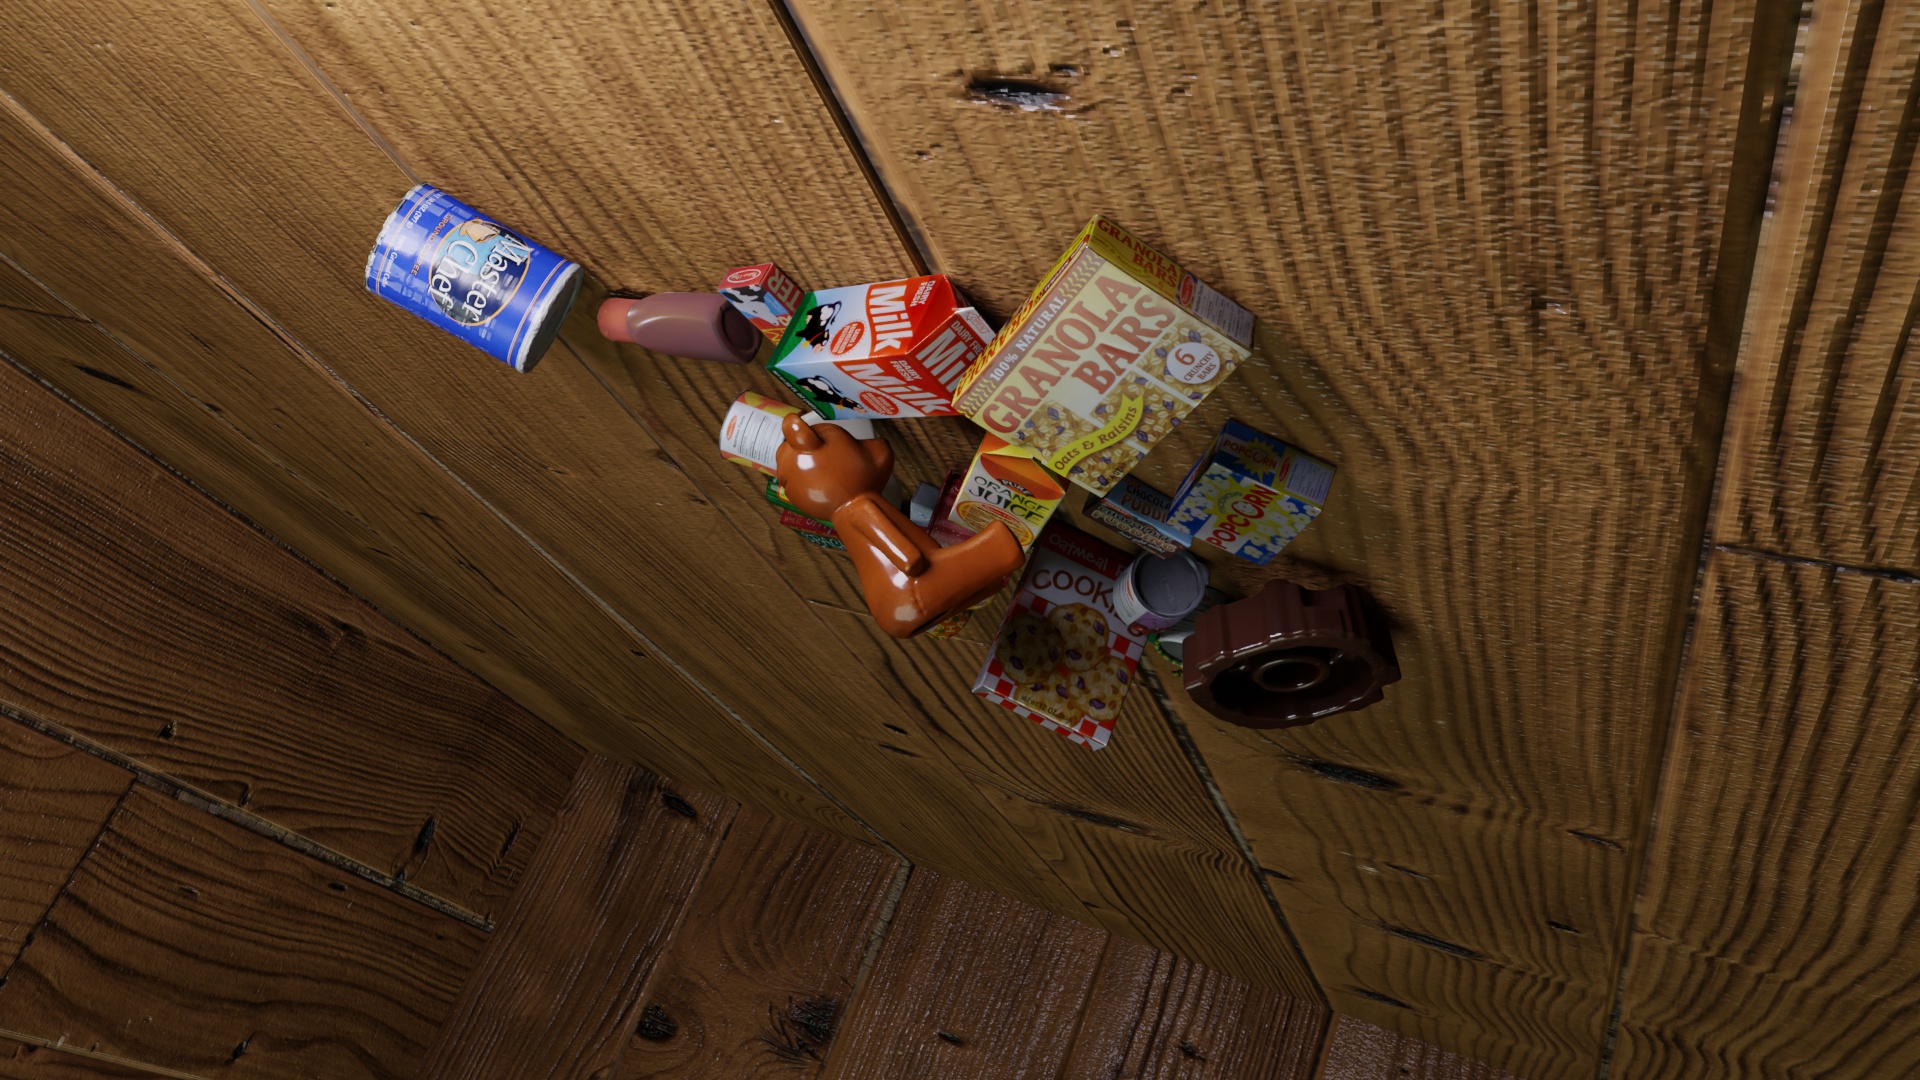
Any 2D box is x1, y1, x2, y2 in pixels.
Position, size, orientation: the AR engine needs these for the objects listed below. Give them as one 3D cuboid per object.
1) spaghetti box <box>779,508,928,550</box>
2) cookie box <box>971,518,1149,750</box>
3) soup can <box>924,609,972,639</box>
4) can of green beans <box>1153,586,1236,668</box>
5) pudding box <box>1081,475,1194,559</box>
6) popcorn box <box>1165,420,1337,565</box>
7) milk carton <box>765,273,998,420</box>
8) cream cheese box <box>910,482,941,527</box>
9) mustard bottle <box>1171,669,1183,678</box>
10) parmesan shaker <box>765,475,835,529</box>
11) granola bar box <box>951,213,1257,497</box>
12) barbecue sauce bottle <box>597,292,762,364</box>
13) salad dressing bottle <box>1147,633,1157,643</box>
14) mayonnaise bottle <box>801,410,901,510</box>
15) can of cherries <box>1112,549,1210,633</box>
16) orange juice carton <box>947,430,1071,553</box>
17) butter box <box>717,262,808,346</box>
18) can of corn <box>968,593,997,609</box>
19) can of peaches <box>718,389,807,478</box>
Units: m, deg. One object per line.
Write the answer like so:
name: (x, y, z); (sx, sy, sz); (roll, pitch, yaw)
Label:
spaghetti box: (-0.086, -0.004, 1.372); (0.250, 0.029, 0.050); (12, 162, 45)
cookie box: (0.100, 0.082, 1.229); (0.123, 0.168, 0.040); (26, 161, -5)
soup can: (-0.037, 0.059, 1.447); (0.071, 0.071, 0.083); (2, 150, 43)
can of green beans: (0.214, 0.080, 1.253); (0.071, 0.058, 0.071); (21, 158, 9)
pudding box: (0.147, -0.020, 1.128); (0.084, 0.030, 0.049); (28, 157, -11)
popcorn box: (0.211, -0.032, 1.024); (0.085, 0.038, 0.126); (24, 158, 1)
milk carton: (-0.043, -0.137, 0.997); (0.190, 0.074, 0.072); (3, 150, 42)
cream cheese box: (0.005, -0.016, 1.296); (0.104, 0.024, 0.053); (22, 160, 6)
mustard bottle: (0.260, 0.131, 1.324); (0.048, 0.065, 0.160); (42, 159, -25)
parmesan shaker: (-0.123, -0.044, 1.298); (0.103, 0.071, 0.071); (22, 158, 6)
granola bar box: (0.088, -0.112, 0.889); (0.124, 0.039, 0.164); (30, 136, -13)
barbecue sauce bottle: (-0.237, -0.178, 1.147); (0.148, 0.044, 0.064); (10, 154, 33)
salad dressing bottle: (0.137, 0.062, 1.294); (0.148, 0.064, 0.044); (20, 172, -10)
mayonnaise bottle: (-0.085, -0.047, 1.180); (0.041, 0.065, 0.148); (-6, 112, 62)
can of cherries: (0.173, 0.043, 1.201); (0.071, 0.072, 0.058); (25, 158, -2)
orange juice carton: (0.050, -0.062, 1.078); (0.073, 0.072, 0.192); (25, 159, -1)
butter box: (-0.134, -0.173, 1.078); (0.053, 0.024, 0.103); (3, 150, 44)
can of corn: (0.000, 0.036, 1.368); (0.071, 0.071, 0.058); (37, 155, -29)
can of peaches: (-0.175, -0.095, 1.247); (0.058, 0.071, 0.071); (20, 158, 10)
